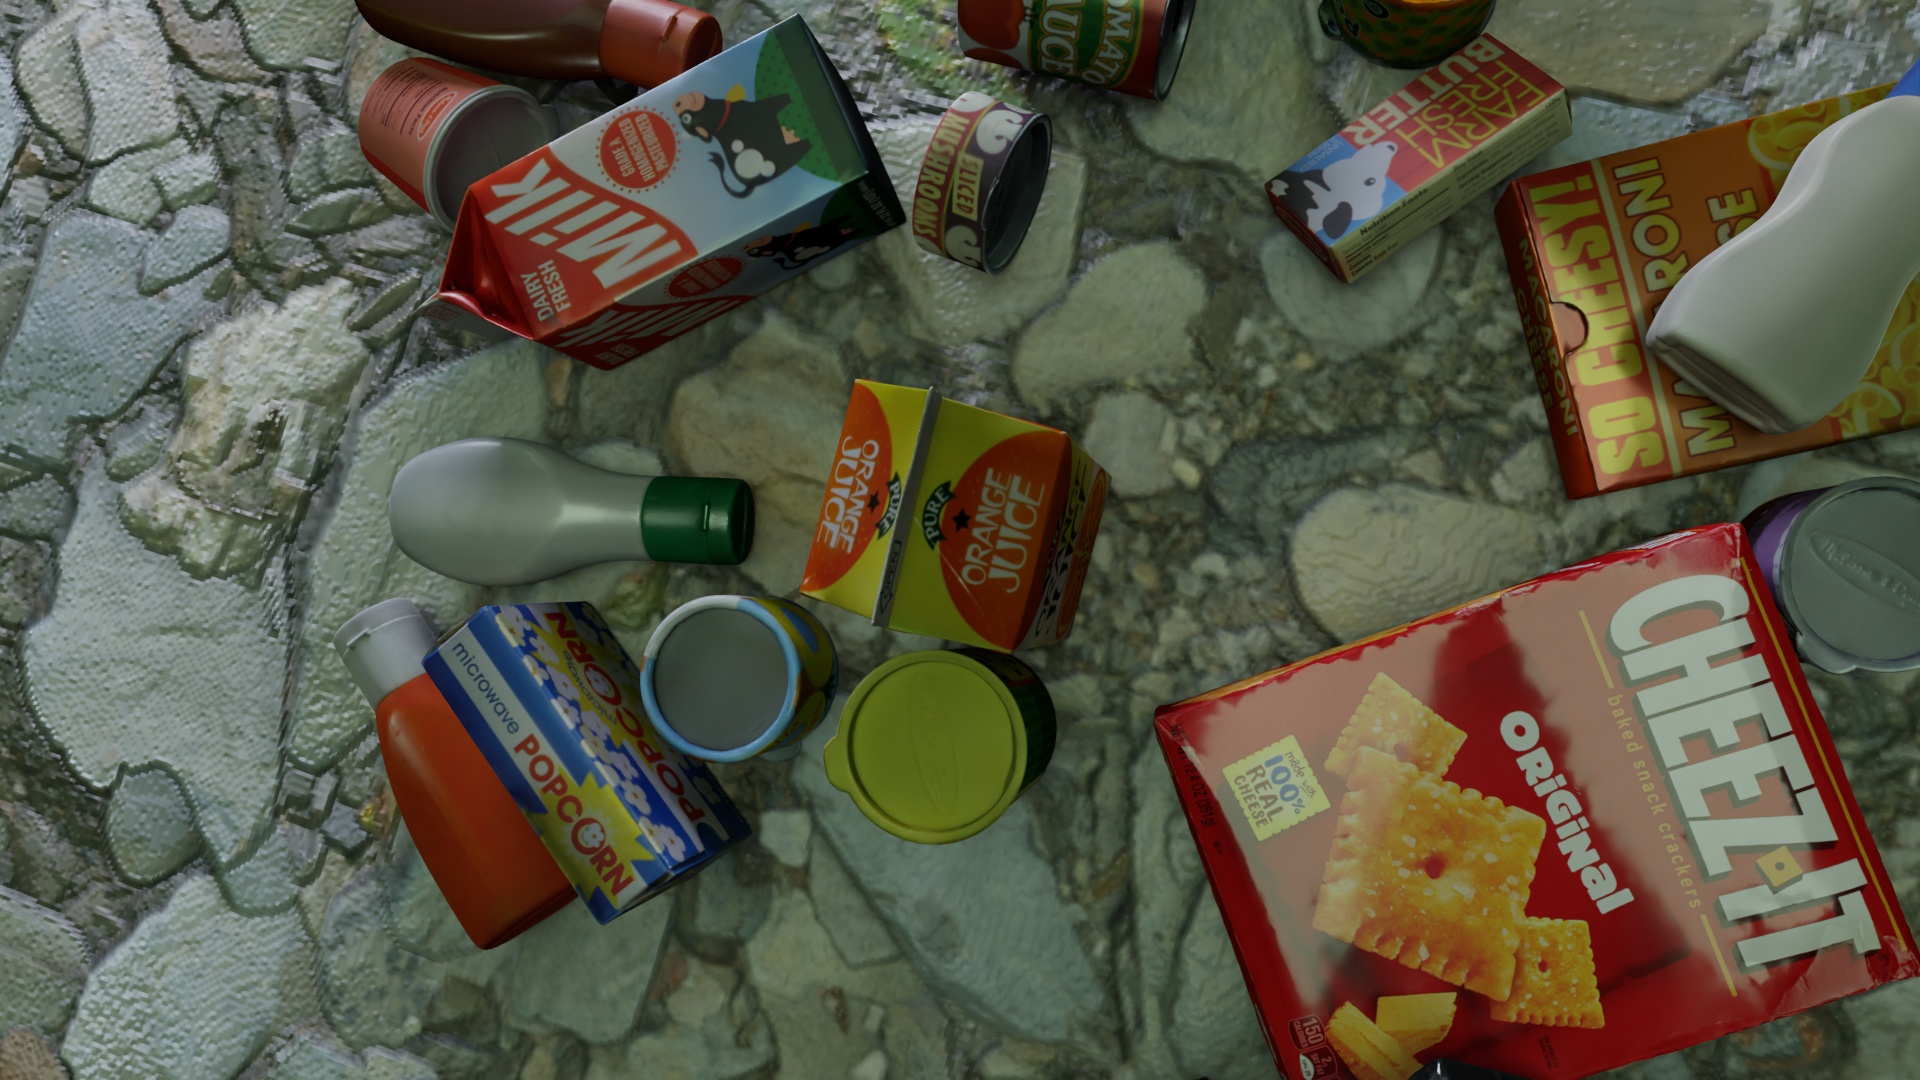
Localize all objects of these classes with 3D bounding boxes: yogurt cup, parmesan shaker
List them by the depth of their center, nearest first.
[{"bbox_3d":[-0.004,0.073,0.523,0.071,0.103,0.071,-1,86,10],"label":"parmesan shaker"},{"bbox_3d":[-0.219,-0.172,0.598,0.054,0.072,0.072,31,92,19],"label":"yogurt cup"}]

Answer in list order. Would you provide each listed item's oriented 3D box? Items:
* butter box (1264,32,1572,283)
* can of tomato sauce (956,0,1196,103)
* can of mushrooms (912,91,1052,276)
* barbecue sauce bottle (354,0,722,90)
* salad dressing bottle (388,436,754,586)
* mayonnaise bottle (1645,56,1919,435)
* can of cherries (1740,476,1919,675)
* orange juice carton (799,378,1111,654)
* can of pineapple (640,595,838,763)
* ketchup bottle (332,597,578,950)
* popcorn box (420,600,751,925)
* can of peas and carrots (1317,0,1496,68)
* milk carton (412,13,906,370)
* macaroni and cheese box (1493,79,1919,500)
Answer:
[{"bbox_3d":[0.175,-0.147,0.534,0.103,0.024,0.053,-34,47,6],"label":"butter box"},{"bbox_3d":[0.047,-0.215,0.550,0.083,0.071,0.071,17,90,11],"label":"can of tomato sauce"},{"bbox_3d":[0.008,-0.142,0.552,0.033,0.071,0.071,23,91,12],"label":"can of mushrooms"},{"bbox_3d":[-0.173,-0.221,0.579,0.148,0.043,0.065,20,79,10],"label":"barbecue sauce bottle"},{"bbox_3d":[-0.163,-0.011,0.587,0.148,0.044,0.064,3,85,9],"label":"salad dressing bottle"},{"bbox_3d":[0.305,-0.110,0.471,0.065,0.041,0.148,39,91,9],"label":"mayonnaise bottle"},{"bbox_3d":[0.313,0.014,0.494,0.071,0.058,0.071,0,87,9],"label":"can of cherries"},{"bbox_3d":[0.002,-0.006,0.482,0.073,0.193,0.072,15,91,11],"label":"orange juice carton"},{"bbox_3d":[-0.087,0.056,0.562,0.071,0.058,0.071,-1,87,10],"label":"can of pineapple"},{"bbox_3d":[-0.213,0.094,0.589,0.064,0.043,0.149,-36,81,5],"label":"ketchup bottle"},{"bbox_3d":[-0.147,0.084,0.556,0.038,0.085,0.127,-39,82,7],"label":"popcorn box"},{"bbox_3d":[0.175,-0.224,0.534,0.071,0.058,0.071,-1,86,10],"label":"can of peas and carrots"},{"bbox_3d":[-0.127,-0.130,0.574,0.190,0.072,0.073,-25,83,8],"label":"milk carton"},{"bbox_3d":[0.299,-0.093,0.512,0.166,0.040,0.124,-13,83,9],"label":"macaroni and cheese box"}]
